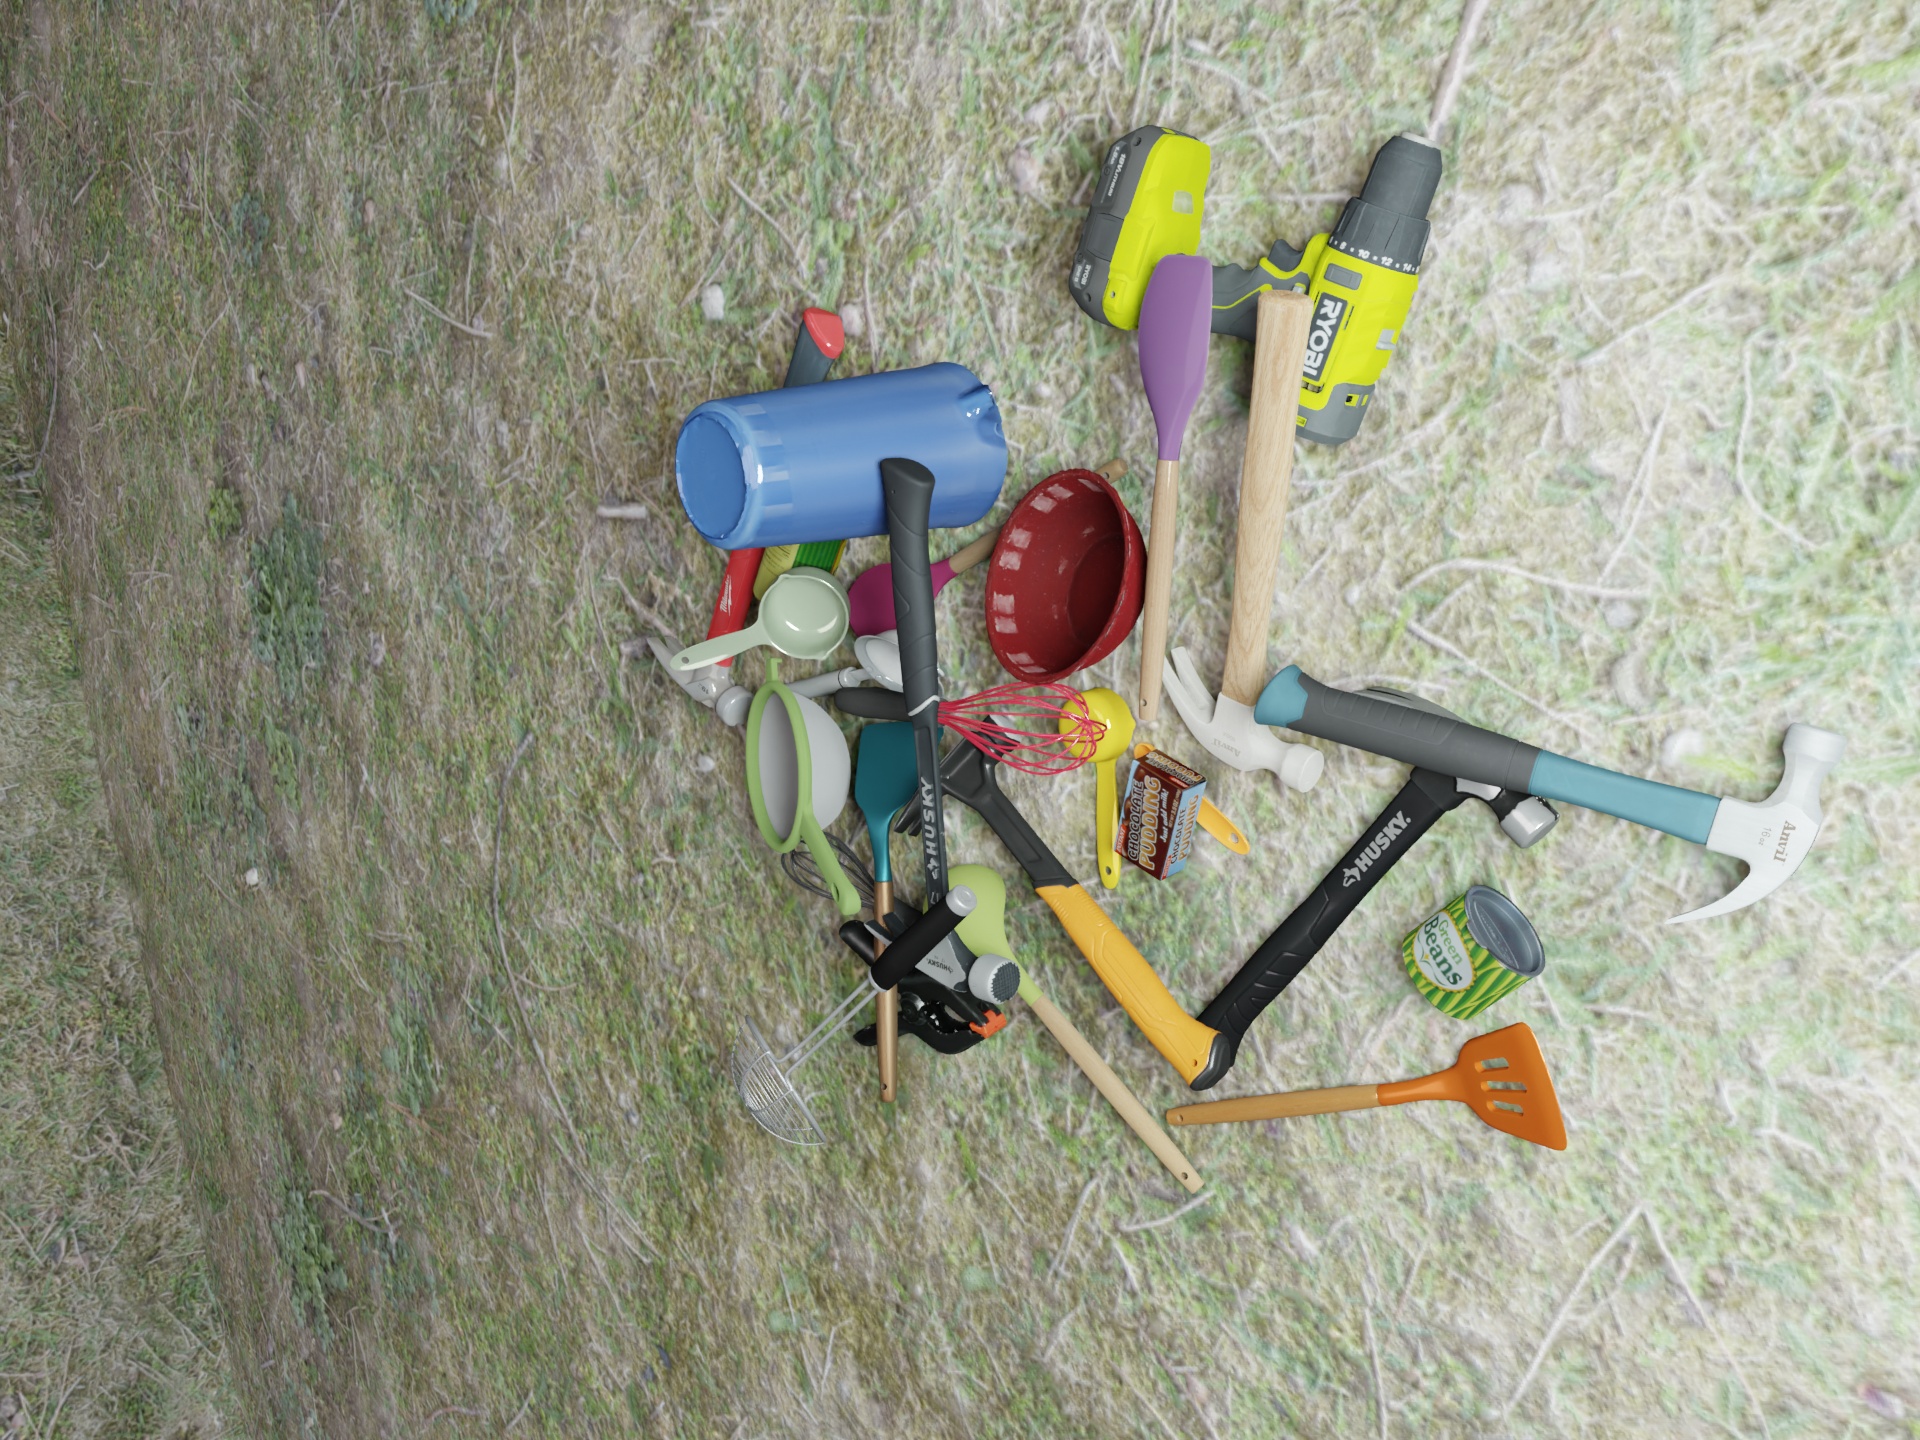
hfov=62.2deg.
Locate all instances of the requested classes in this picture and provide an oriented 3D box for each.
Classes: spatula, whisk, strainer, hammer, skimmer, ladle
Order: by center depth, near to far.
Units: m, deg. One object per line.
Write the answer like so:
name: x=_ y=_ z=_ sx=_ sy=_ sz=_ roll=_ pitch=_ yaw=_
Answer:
hammer: x=0.333 y=0.025 z=0.957 sx=0.331 sy=0.033 sz=0.128 roll=18 pitch=98 yaw=32
hammer: x=0.195 y=-0.117 z=1.051 sx=0.130 sy=0.031 sz=0.331 roll=26 pitch=128 yaw=38
spatula: x=0.137 y=-0.152 z=1.080 sx=0.060 sy=0.018 sz=0.315 roll=18 pitch=113 yaw=43
spatula: x=0.263 y=0.261 z=1.089 sx=0.322 sy=0.041 sz=0.081 roll=-20 pitch=83 yaw=43
hammer: x=0.246 y=0.125 z=1.090 sx=0.146 sy=0.035 sz=0.334 roll=50 pitch=126 yaw=25
hammer: x=-0.029 y=0.007 z=1.201 sx=0.149 sy=0.036 sz=0.408 roll=11 pitch=111 yaw=46
hammer: x=0.081 y=0.148 z=1.204 sx=0.127 sy=0.034 sz=0.337 roll=-48 pitch=58 yaw=13
whisk: x=-0.002 y=-0.004 z=1.243 sx=0.296 sy=0.073 sz=0.073 roll=8 pitch=102 yaw=46
ladle: x=0.082 y=0.241 z=1.259 sx=0.078 sy=0.062 sz=0.320 roll=-46 pitch=71 yaw=11
skimmer: x=-0.080 y=0.230 z=1.287 sx=0.127 sy=0.090 sz=0.363 roll=54 pitch=127 yaw=15
spatula: x=-0.057 y=0.160 z=1.336 sx=0.082 sy=0.044 sz=0.317 roll=-1 pitch=90 yaw=29
strainer: x=-0.114 y=0.071 z=1.360 sx=0.257 sy=0.069 sz=0.151 roll=57 pitch=142 yaw=44
strainer: x=-0.091 y=-0.040 z=1.373 sx=0.258 sy=0.050 sz=0.086 roll=-12 pitch=132 yaw=48
whisk: x=-0.065 y=0.158 z=1.378 sx=0.239 sy=0.055 sz=0.055 roll=28 pitch=114 yaw=31
hammer: x=-0.191 y=-0.193 z=1.445 sx=0.143 sy=0.038 sz=0.386 roll=40 pitch=121 yaw=34

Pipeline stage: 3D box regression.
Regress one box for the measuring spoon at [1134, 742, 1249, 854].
measuring spoon: x=0.171 y=0.056 z=1.168 sx=0.117 sy=0.011 sz=0.021 roll=45 pitch=134 yaw=25

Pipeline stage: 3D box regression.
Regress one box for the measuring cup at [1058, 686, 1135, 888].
measuring cup: x=0.104 y=0.053 z=1.213 sx=0.062 sy=0.029 sz=0.156 roll=0 pitch=95 yaw=43

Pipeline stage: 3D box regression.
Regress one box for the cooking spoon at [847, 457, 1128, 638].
cooking spoon: x=0.014 y=-0.135 z=1.278 sx=0.319 sy=0.017 sz=0.069 roll=-26 pitch=92 yaw=42

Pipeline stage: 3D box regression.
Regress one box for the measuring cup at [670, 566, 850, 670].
measuring cup: x=-0.171 y=-0.080 z=1.359 sx=0.167 sy=0.038 sz=0.083 roll=-19 pitch=113 yaw=15

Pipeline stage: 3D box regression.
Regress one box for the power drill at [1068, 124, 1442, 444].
power drill: x=0.196 y=-0.310 z=1.048 sx=0.229 sy=0.080 sz=0.190 roll=33 pitch=118 yaw=32
